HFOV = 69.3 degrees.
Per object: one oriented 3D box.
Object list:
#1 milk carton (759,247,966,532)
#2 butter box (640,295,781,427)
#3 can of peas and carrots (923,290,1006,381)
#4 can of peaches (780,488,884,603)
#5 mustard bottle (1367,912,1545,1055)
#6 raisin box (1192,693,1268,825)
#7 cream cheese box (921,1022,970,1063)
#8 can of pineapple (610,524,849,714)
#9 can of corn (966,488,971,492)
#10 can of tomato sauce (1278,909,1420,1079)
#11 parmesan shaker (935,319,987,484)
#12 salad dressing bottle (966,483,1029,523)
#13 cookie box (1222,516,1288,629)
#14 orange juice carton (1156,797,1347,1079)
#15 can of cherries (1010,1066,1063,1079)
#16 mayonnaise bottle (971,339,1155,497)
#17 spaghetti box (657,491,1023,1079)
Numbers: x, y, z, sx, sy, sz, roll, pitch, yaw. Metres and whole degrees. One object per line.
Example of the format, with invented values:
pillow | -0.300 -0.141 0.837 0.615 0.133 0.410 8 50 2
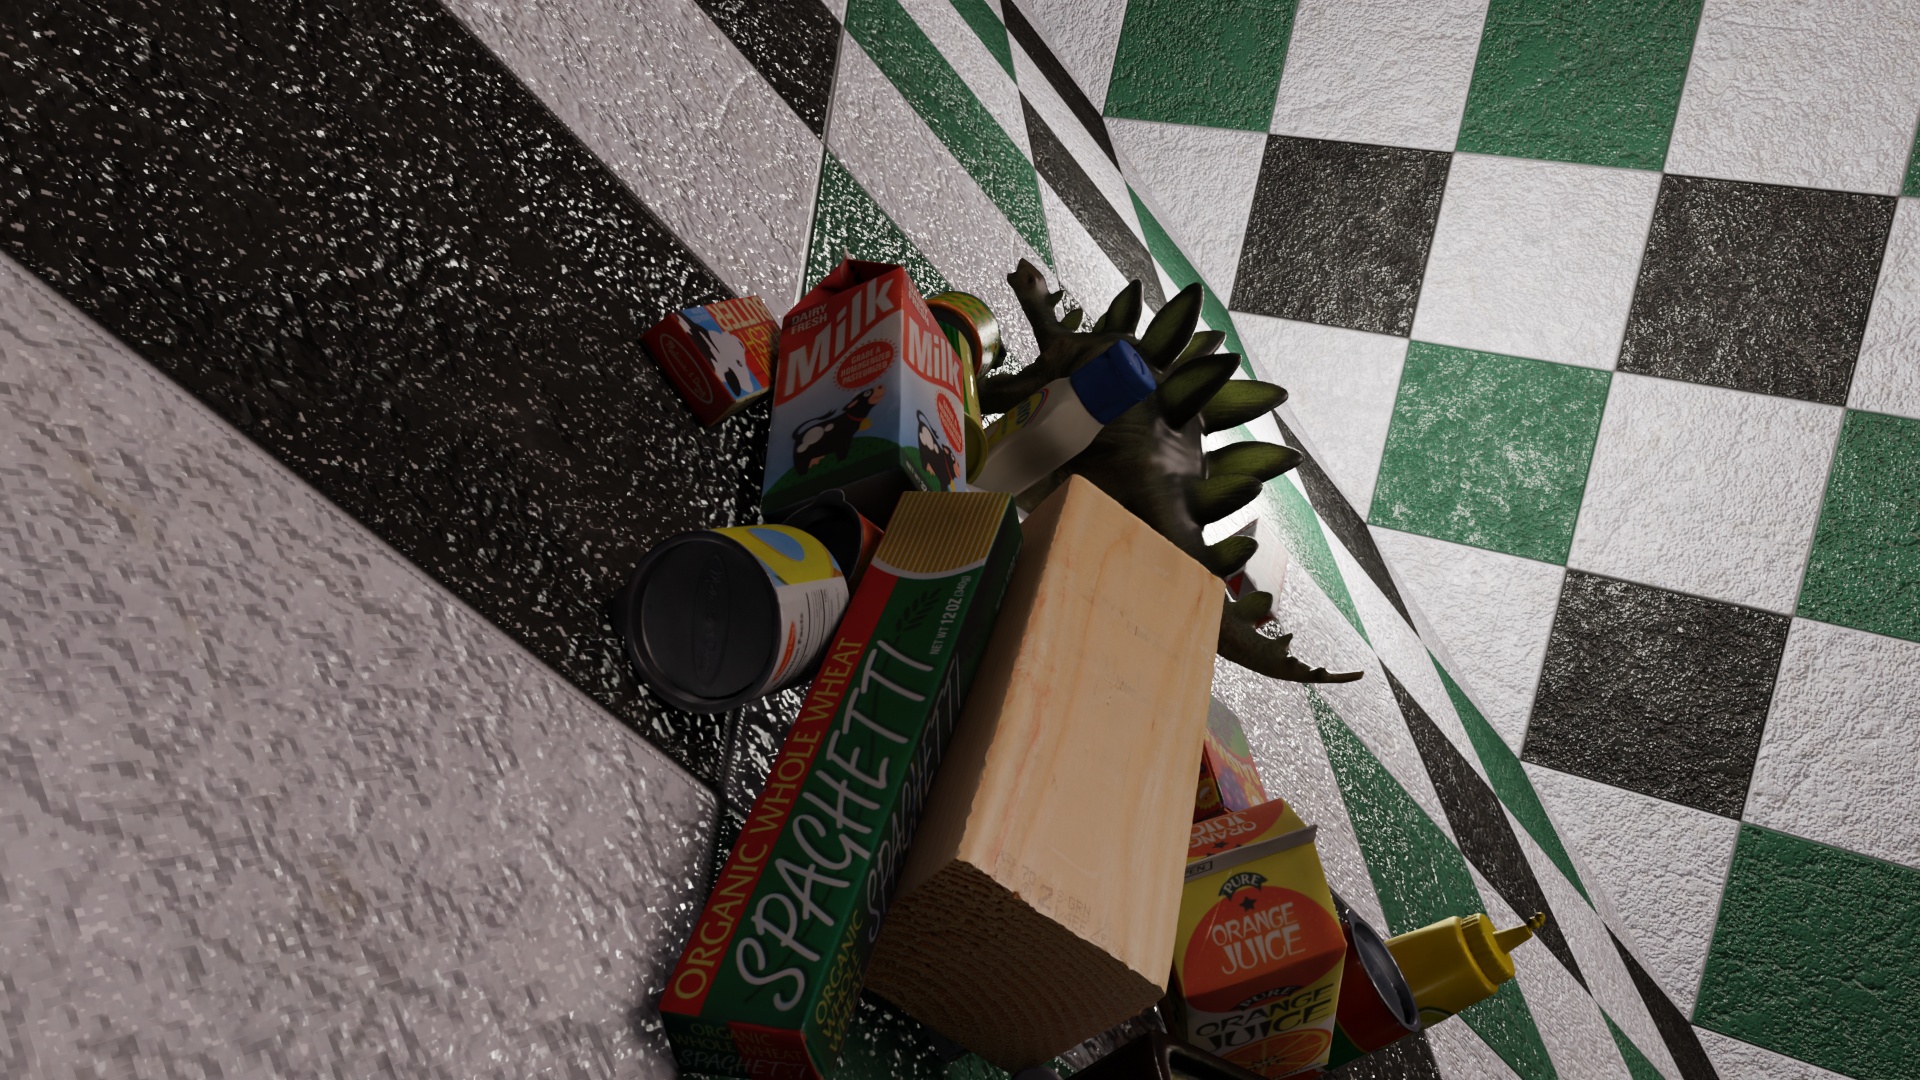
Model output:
milk carton | -0.045 -0.068 0.694 0.191 0.073 0.072 -91 156 -45
butter box | -0.115 -0.092 0.694 0.053 0.024 0.104 55 20 -4
can of peas and carrots | -0.009 -0.130 0.927 0.071 0.071 0.059 54 21 -5
can of peaches | -0.049 0.022 0.599 0.058 0.071 0.071 40 25 -39
mustard bottle | 0.272 0.259 0.820 0.065 0.160 0.049 33 31 -45
raisin box | 0.166 0.154 0.920 0.086 0.040 0.124 41 25 -36
cream cheese box | -0.011 0.148 0.551 0.104 0.024 0.053 60 22 14
can of pineapple | -0.084 0.027 0.520 0.071 0.071 0.058 59 19 9
can of corn | -0.011 0.013 0.714 0.071 0.058 0.071 46 22 -24
can of tomato sauce | 0.199 0.256 0.771 0.071 0.083 0.071 46 22 -24
parmesan shaker | -0.022 -0.078 0.826 0.071 0.071 0.103 43 22 -31
salad dressing bottle | 0.003 -0.010 0.779 0.147 0.064 0.044 35 63 -39
cookie box | 0.159 0.047 0.949 0.040 0.122 0.168 56 20 -2
orange juice carton | 0.122 0.179 0.620 0.191 0.072 0.073 76 -3 -51
can of cherries | 0.023 0.219 0.459 0.071 0.071 0.058 61 22 14
mayonnaise bottle | 0.047 -0.064 0.833 0.041 0.147 0.065 48 21 -20
spaghetti box | -0.031 0.069 0.487 0.251 0.050 0.028 -67 151 -47
